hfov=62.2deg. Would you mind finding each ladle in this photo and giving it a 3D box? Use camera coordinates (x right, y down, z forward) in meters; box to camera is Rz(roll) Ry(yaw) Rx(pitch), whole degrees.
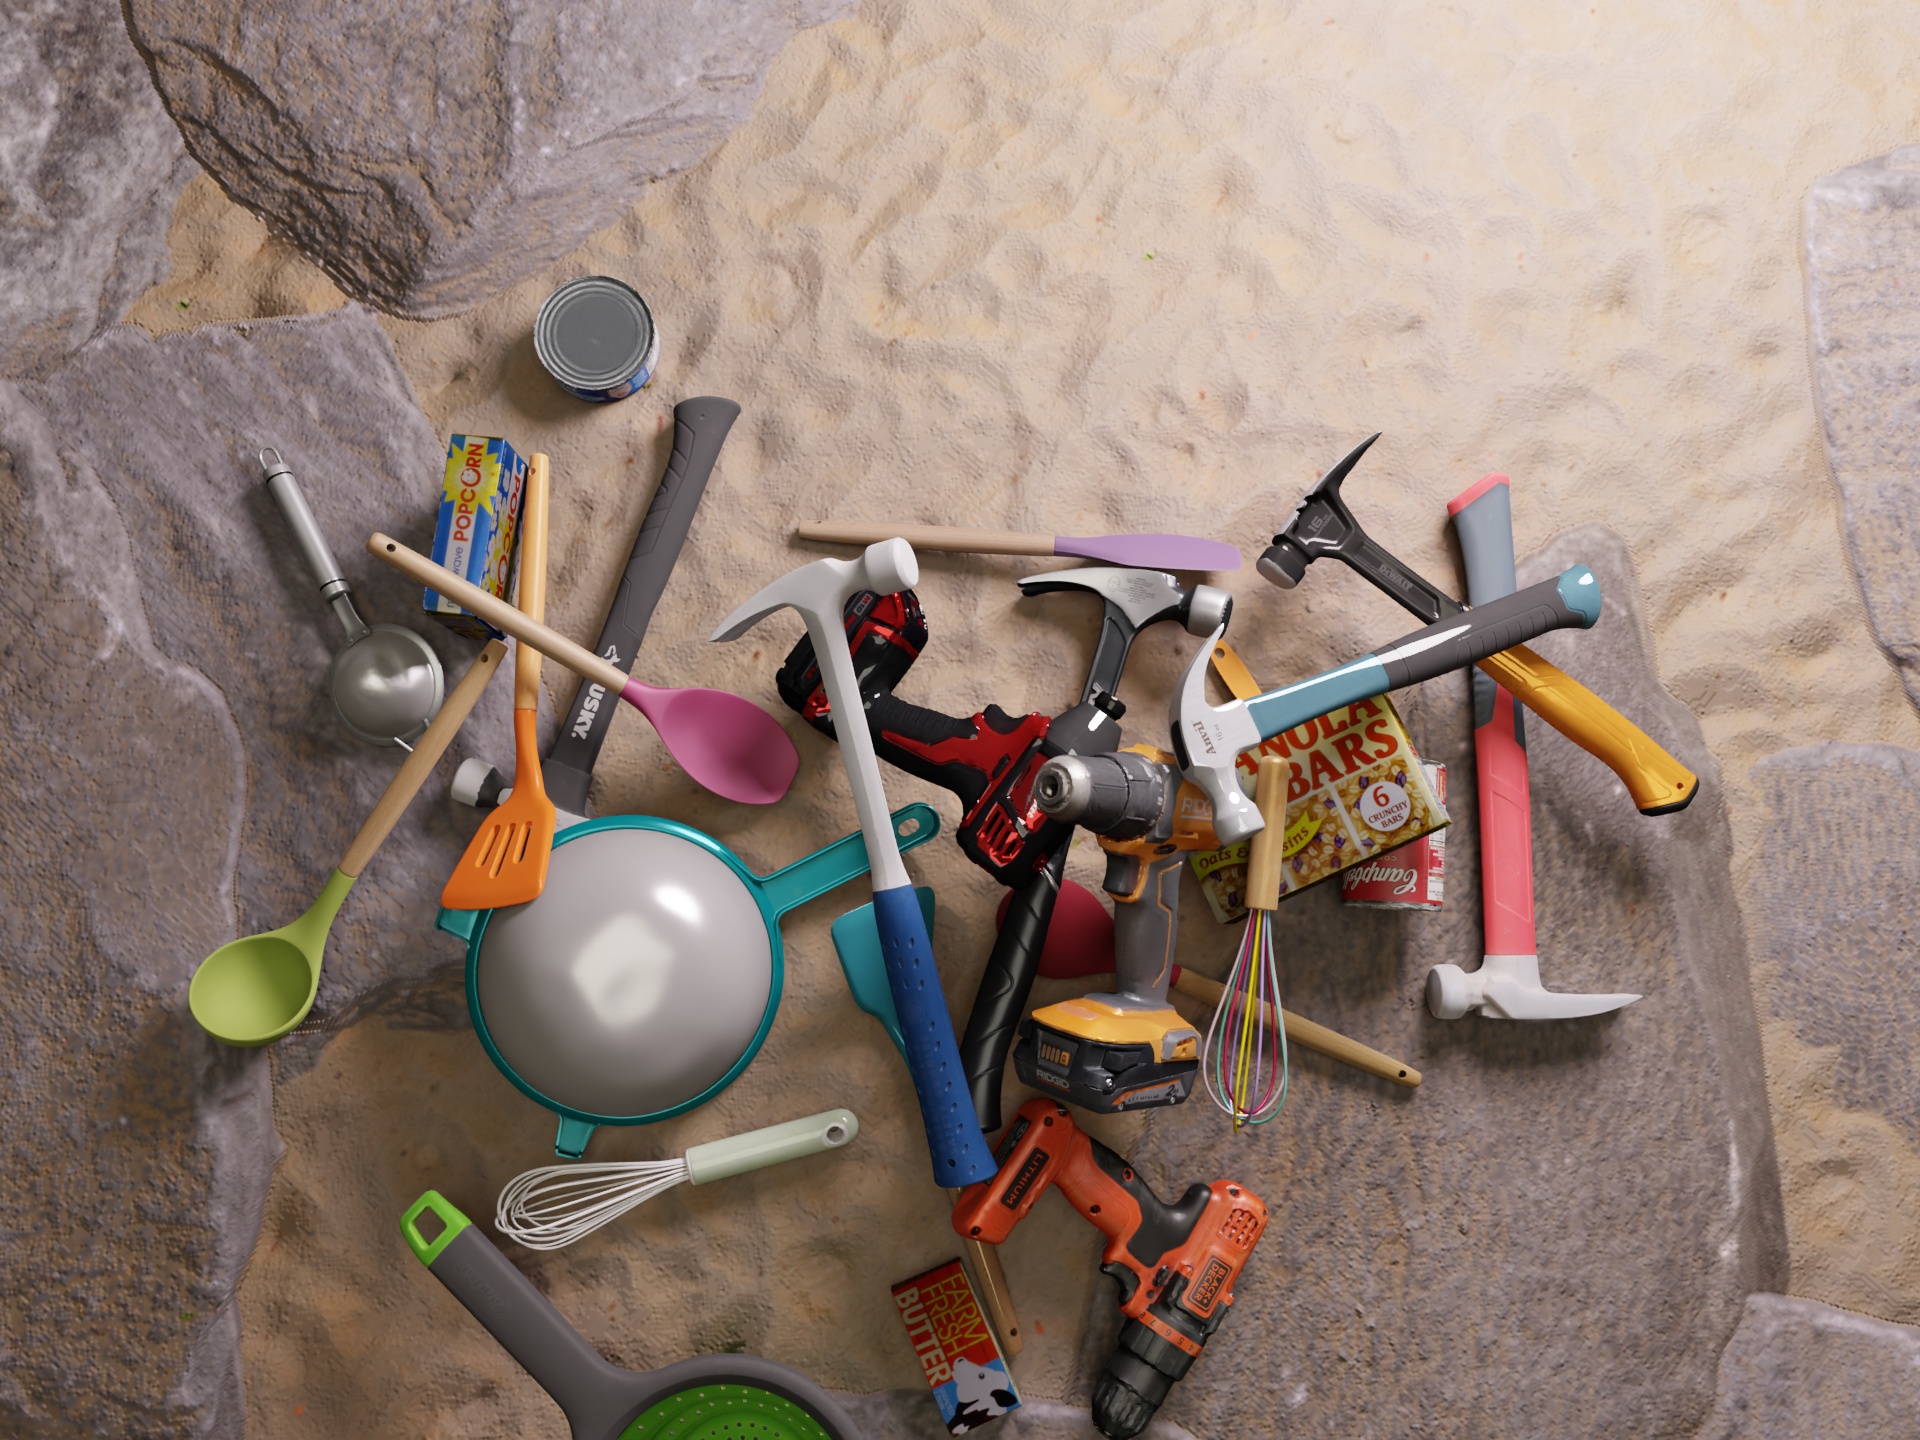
[{"bbox_3d":[0.173,0.190,1.103,0.315,0.031,0.069,23,84,-1],"label":"ladle"},{"bbox_3d":[-0.400,0.079,1.056,0.078,0.062,0.320,35,93,13],"label":"ladle"}]

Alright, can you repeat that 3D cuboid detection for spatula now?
[{"bbox_3d":[-0.298,-0.032,1.072,0.081,0.041,0.323,-7,75,23],"label":"spatula"},{"bbox_3d":[-0.011,0.274,1.075,0.082,0.044,0.317,-16,84,-31],"label":"spatula"},{"bbox_3d":[0.041,-0.127,1.136,0.316,0.060,0.018,4,120,2],"label":"spatula"}]

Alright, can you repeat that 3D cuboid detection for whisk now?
[{"bbox_3d":[0.194,0.145,1.035,0.047,0.051,0.245,13,81,-44],"label":"whisk"},{"bbox_3d":[-0.188,0.301,1.065,0.246,0.059,0.057,-13,102,-9],"label":"whisk"}]

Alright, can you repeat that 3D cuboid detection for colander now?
[{"bbox_3d":[-0.204,0.449,1.022,0.397,0.094,0.204,43,83,8],"label":"colander"}]

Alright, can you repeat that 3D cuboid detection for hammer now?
[{"bbox_3d":[0.281,-0.034,1.028,0.331,0.033,0.128,-20,76,-18],"label":"hammer"},{"bbox_3d":[0.057,0.084,1.083,0.149,0.036,0.409,16,80,17],"label":"hammer"},{"bbox_3d":[-0.226,-0.075,1.119,0.146,0.035,0.335,20,82,1],"label":"hammer"},{"bbox_3d":[0.398,0.015,1.128,0.143,0.038,0.386,0,82,-3],"label":"hammer"},{"bbox_3d":[-0.052,0.097,1.019,0.144,0.035,0.405,-14,89,19],"label":"hammer"},{"bbox_3d":[0.372,-0.054,1.099,0.337,0.034,0.127,38,82,1],"label":"hammer"}]

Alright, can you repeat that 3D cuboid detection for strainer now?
[{"bbox_3d":[-0.436,-0.083,1.112,0.087,0.050,0.258,-31,81,9],"label":"strainer"},{"bbox_3d":[-0.160,0.142,1.043,0.340,0.095,0.211,-27,97,-8],"label":"strainer"}]

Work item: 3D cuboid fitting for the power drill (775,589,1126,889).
[{"bbox_3d":[-0.002,-0.003,1.066,0.220,0.078,0.143,37,89,17],"label":"power drill"}]

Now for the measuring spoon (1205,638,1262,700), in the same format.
[{"bbox_3d":[0.208,-0.011,1.140,0.021,0.011,0.117,-28,81,-23],"label":"measuring spoon"}]

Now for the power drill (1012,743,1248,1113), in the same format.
[{"bbox_3d":[0.098,0.127,1.005,0.084,0.185,0.226,12,92,41],"label":"power drill"}]

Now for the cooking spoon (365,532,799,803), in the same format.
[{"bbox_3d":[-0.248,-0.036,1.063,0.318,0.017,0.069,32,71,-18],"label":"cooking spoon"}]
